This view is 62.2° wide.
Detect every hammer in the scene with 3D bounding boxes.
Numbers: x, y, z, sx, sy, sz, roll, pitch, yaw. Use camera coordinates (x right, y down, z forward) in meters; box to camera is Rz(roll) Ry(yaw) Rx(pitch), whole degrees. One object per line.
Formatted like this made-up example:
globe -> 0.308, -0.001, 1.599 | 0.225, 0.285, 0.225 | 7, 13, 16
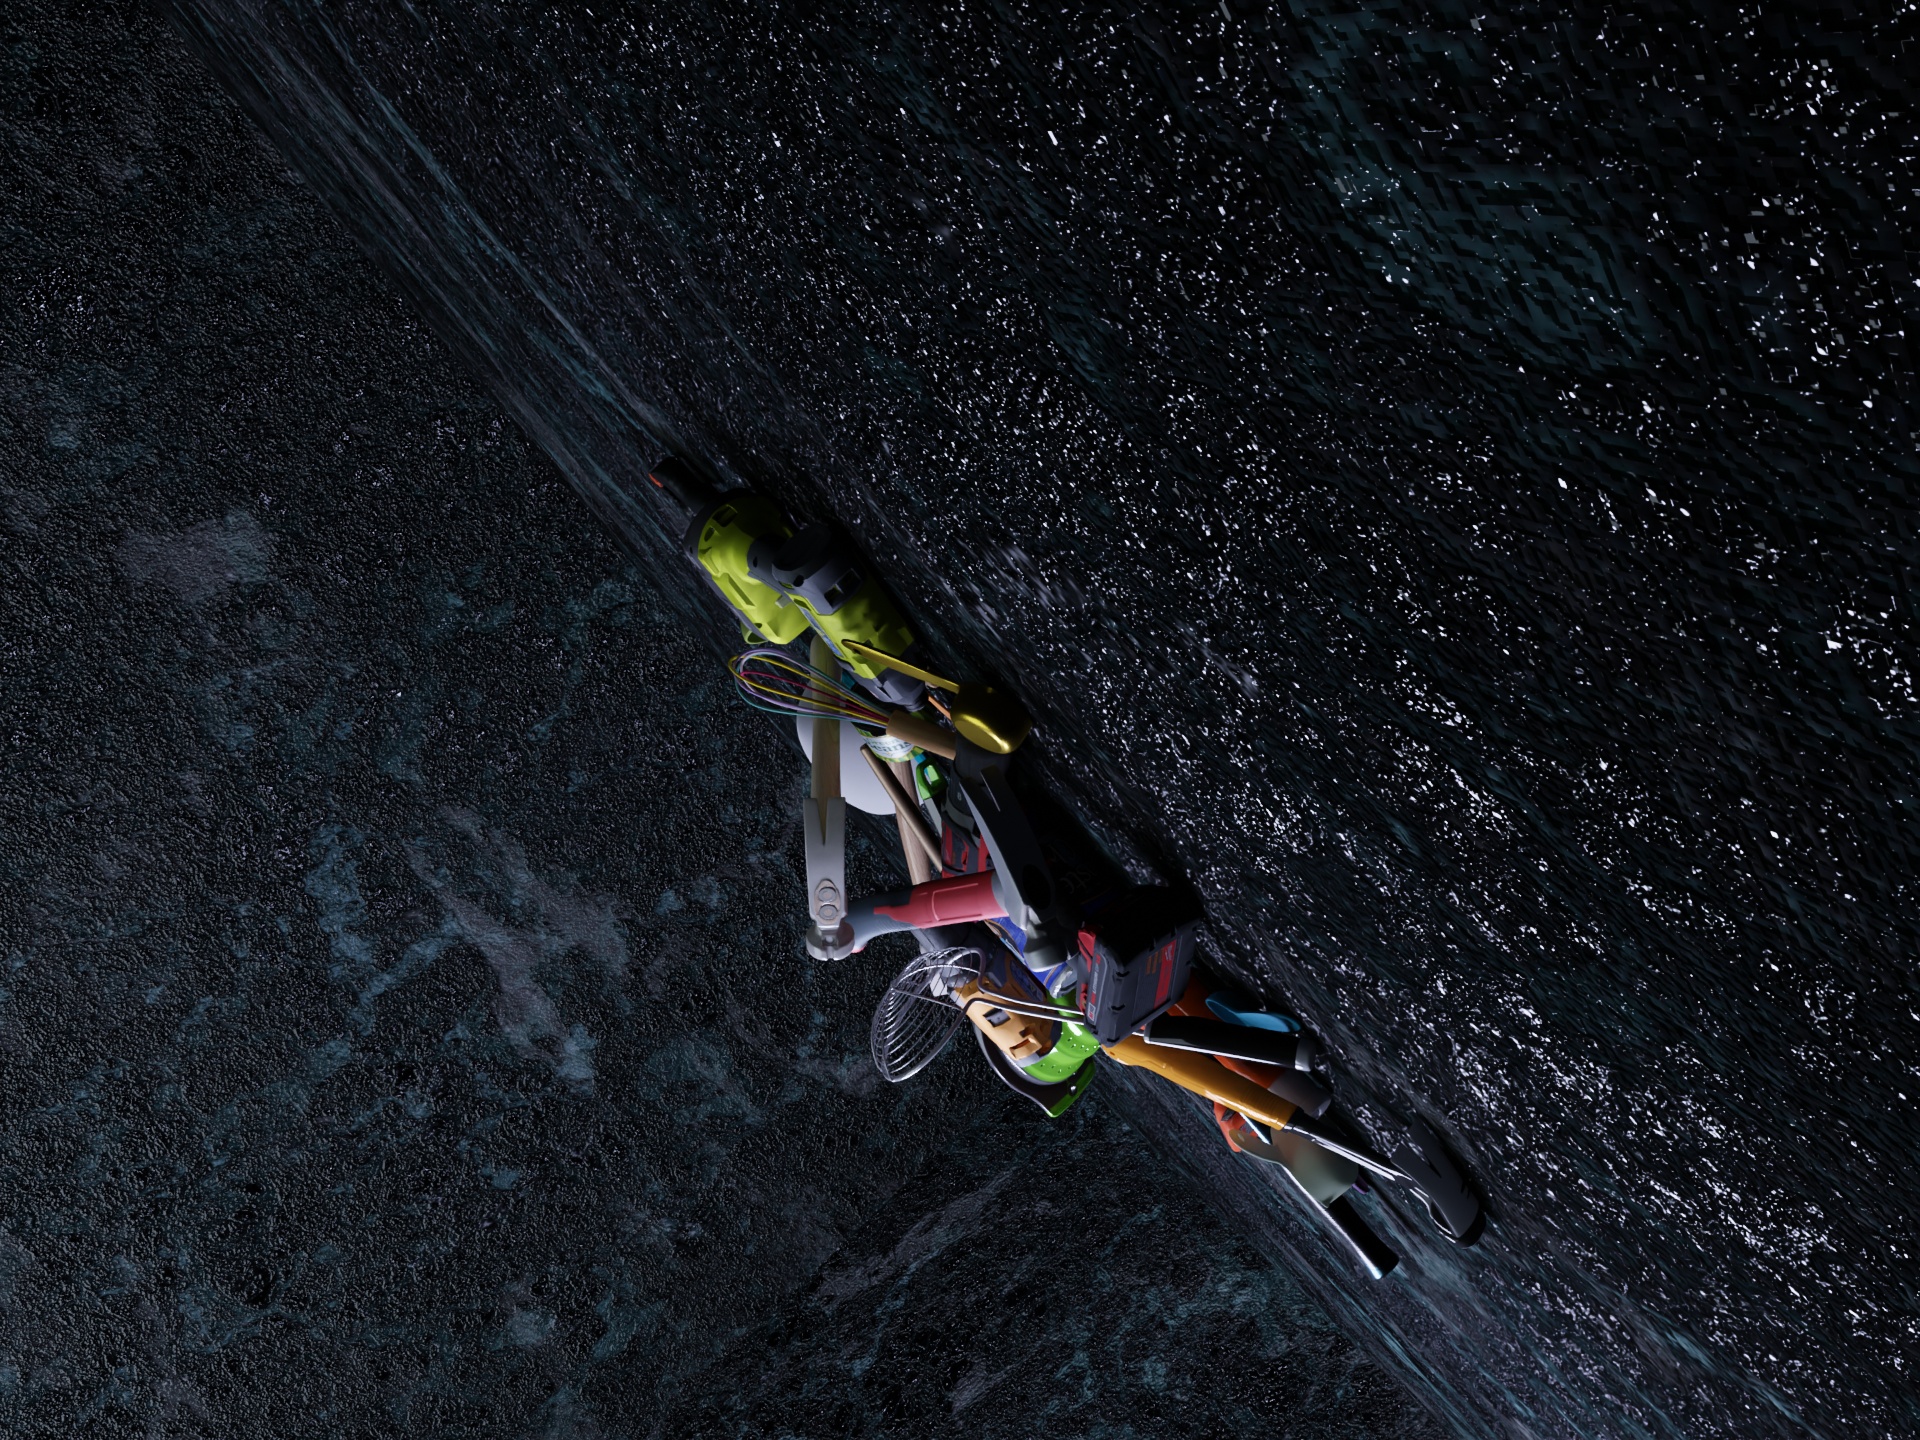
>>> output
hammer -> 0.224, 0.285, 1.185 | 0.337, 0.034, 0.127 | 16, 151, 50
hammer -> -0.044, 0.134, 1.611 | 0.130, 0.031, 0.331 | -111, 10, -65
hammer -> 0.279, 0.372, 1.394 | 0.331, 0.033, 0.128 | 49, -177, -12
hammer -> -0.117, 0.022, 1.386 | 0.411, 0.038, 0.146 | -99, 8, -58
hammer -> -0.035, 0.131, 1.248 | 0.386, 0.038, 0.143 | -22, 91, 63

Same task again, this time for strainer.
strainer -> -0.118, 0.020, 1.705 | 0.211, 0.095, 0.340 | 46, 173, 11

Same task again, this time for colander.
colander -> 0.070, 0.211, 1.651 | 0.094, 0.204, 0.397 | -21, 97, 36

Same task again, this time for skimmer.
skimmer -> 0.094, 0.245, 1.227 | 0.363, 0.127, 0.090 | 5, 135, 25

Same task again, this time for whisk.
whisk -> -0.078, -0.004, 1.298 | 0.245, 0.051, 0.047 | 21, 177, 8

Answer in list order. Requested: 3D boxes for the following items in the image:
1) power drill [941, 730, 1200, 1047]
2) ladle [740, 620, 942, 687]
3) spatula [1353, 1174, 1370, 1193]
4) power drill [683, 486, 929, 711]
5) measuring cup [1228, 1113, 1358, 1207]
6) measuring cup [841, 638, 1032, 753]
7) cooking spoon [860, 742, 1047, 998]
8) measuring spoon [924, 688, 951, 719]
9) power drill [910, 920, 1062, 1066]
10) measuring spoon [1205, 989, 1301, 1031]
power drill -> 0.067, 0.107, 1.167 | 0.227, 0.080, 0.187 | 40, 144, 35
ladle -> -0.102, -0.065, 1.384 | 0.320, 0.078, 0.062 | 27, 136, 53
spatula -> 0.254, 0.316, 1.464 | 0.316, 0.018, 0.059 | 43, 166, 19
power drill -> -0.117, -0.095, 1.256 | 0.223, 0.080, 0.171 | 32, 162, 52
measuring cup -> 0.267, 0.339, 1.275 | 0.167, 0.038, 0.083 | 30, -155, -46
measuring cup -> -0.023, -0.018, 1.125 | 0.156, 0.029, 0.062 | 23, 162, 19
cooking spoon -> -0.006, 0.154, 1.549 | 0.318, 0.017, 0.069 | 57, -146, -10
measuring spoon -> -0.002, -0.004, 1.320 | 0.117, 0.011, 0.021 | 41, 170, 17
power drill -> 0.023, 0.180, 1.444 | 0.185, 0.084, 0.226 | 50, -157, -20
measuring spoon -> 0.224, 0.215, 1.185 | 0.042, 0.021, 0.128 | 41, 163, -8
